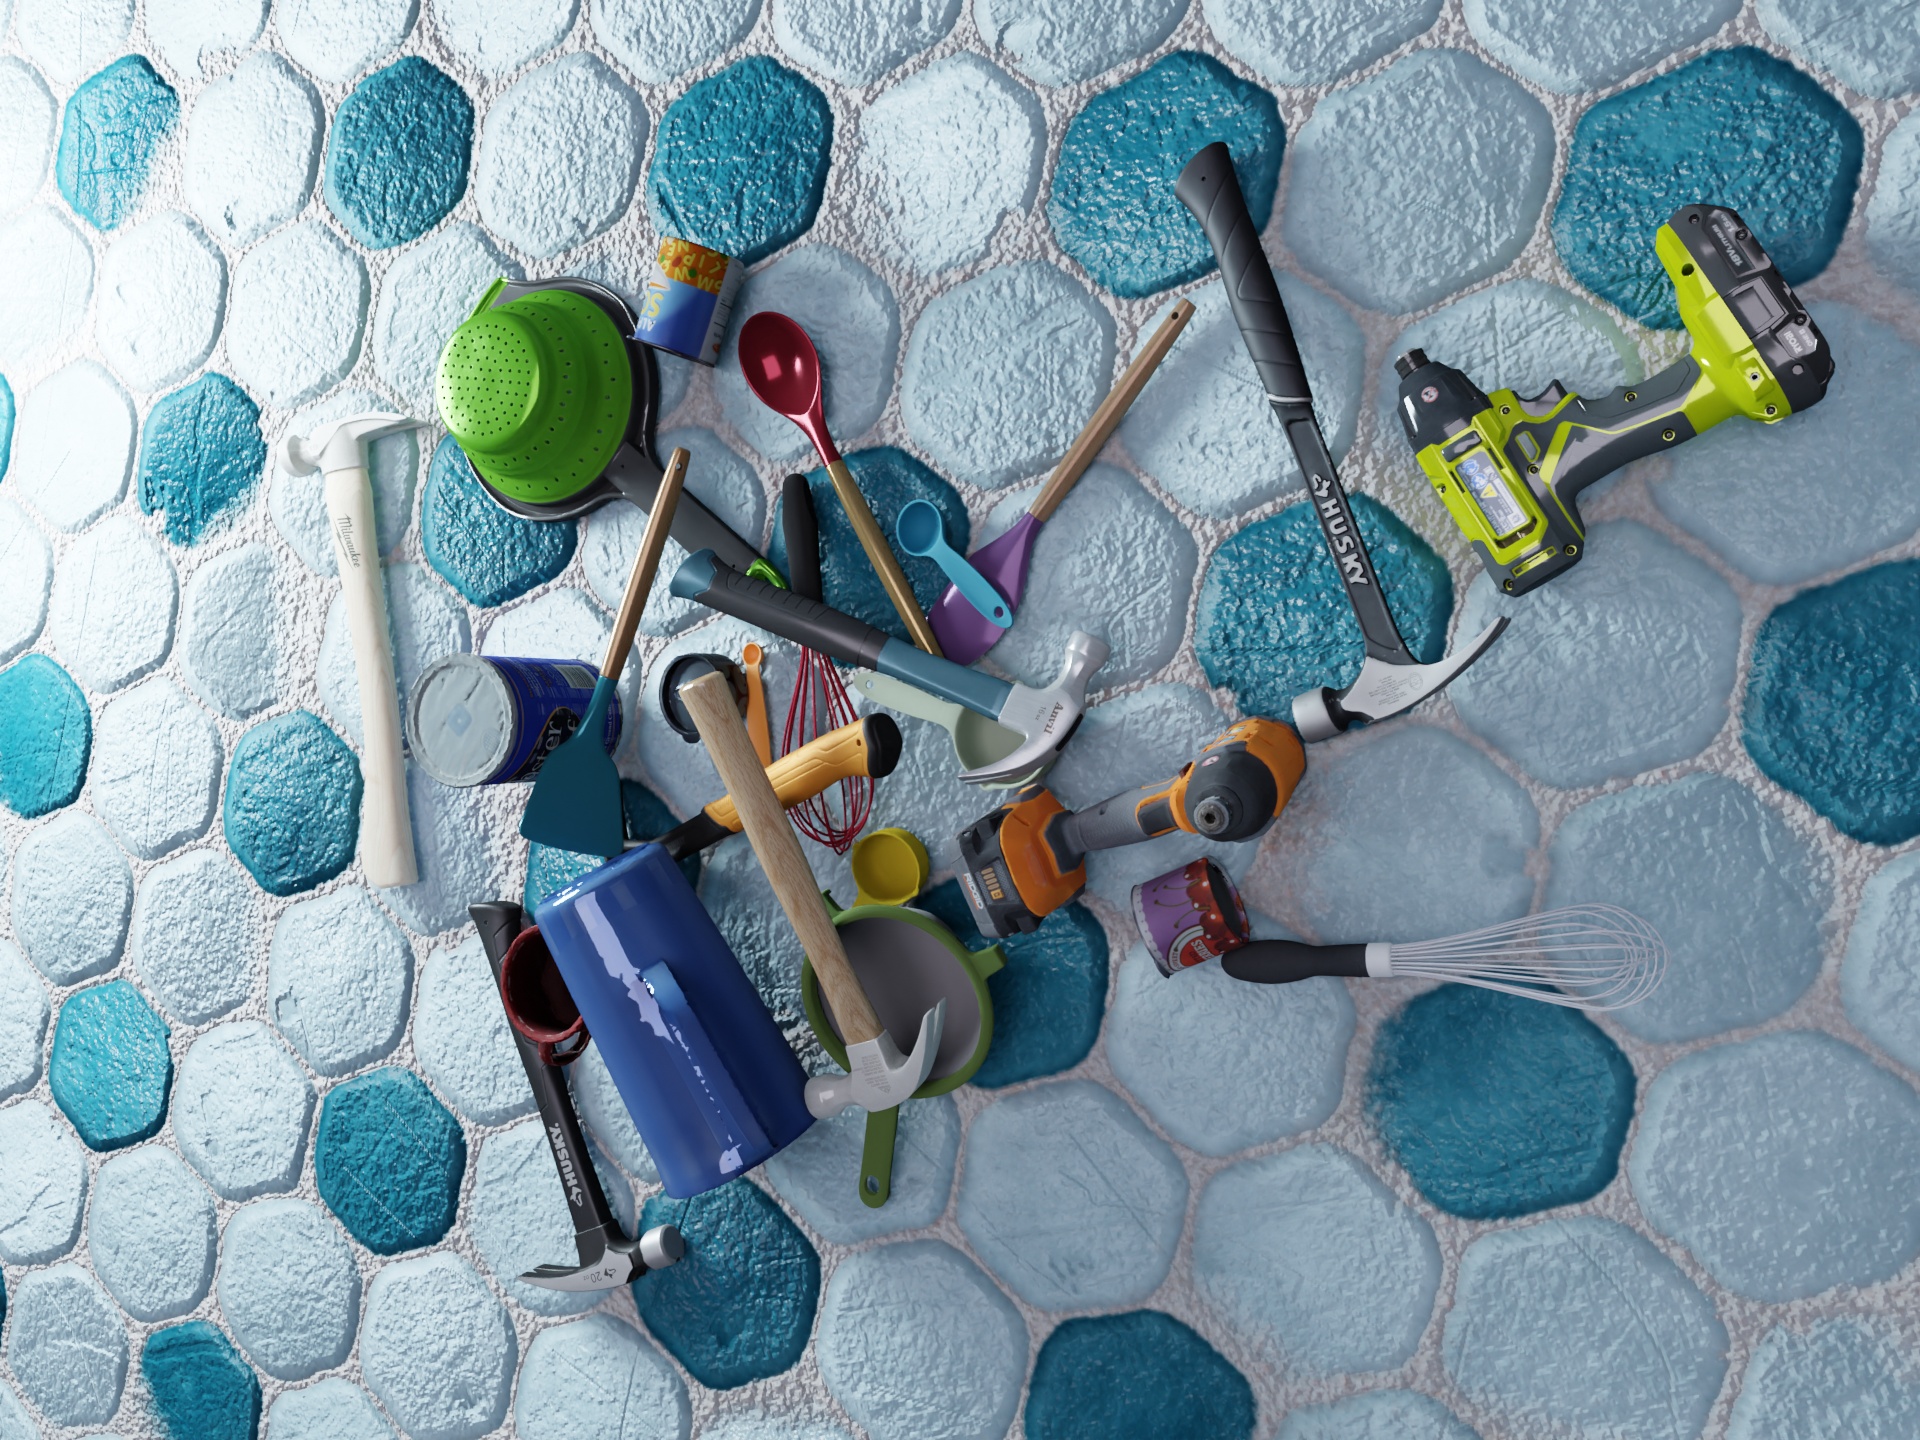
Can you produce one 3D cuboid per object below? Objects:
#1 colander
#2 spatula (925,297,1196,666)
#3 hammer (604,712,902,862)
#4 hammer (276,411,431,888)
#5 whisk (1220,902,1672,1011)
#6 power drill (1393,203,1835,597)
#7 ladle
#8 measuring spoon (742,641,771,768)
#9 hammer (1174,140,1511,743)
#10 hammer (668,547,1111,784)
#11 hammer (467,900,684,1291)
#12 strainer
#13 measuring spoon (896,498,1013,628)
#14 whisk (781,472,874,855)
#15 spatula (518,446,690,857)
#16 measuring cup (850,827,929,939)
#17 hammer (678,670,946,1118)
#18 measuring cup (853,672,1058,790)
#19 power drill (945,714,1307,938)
[{"bbox_3d":[-0.295,-0.215,1.259,0.397,0.094,0.204,41,105,18],"label":"colander"},{"bbox_3d":[0.071,-0.166,1.144,0.060,0.018,0.316,42,107,22],"label":"spatula"},{"bbox_3d":[-0.165,0.058,1.181,0.337,0.034,0.127,-26,79,41],"label":"hammer"},{"bbox_3d":[-0.505,-0.061,1.383,0.146,0.038,0.411,-9,87,22],"label":"hammer"},{"bbox_3d":[0.304,0.153,1.026,0.284,0.070,0.070,-5,88,28],"label":"whisk"},{"bbox_3d":[0.391,-0.204,0.977,0.223,0.080,0.171,-33,78,23],"label":"power drill"},{"bbox_3d":[-0.084,-0.172,1.201,0.069,0.031,0.315,-35,76,34],"label":"ladle"},{"bbox_3d":[-0.157,-0.003,1.249,0.021,0.011,0.117,-3,92,34],"label":"measuring spoon"},{"bbox_3d":[0.231,-0.199,1.061,0.149,0.036,0.409,-23,80,28],"label":"hammer"},{"bbox_3d":[-0.065,-0.054,1.145,0.331,0.033,0.128,22,84,19],"label":"hammer"},{"bbox_3d":[-0.344,0.306,1.316,0.146,0.035,0.335,-24,81,21],"label":"hammer"},{"bbox_3d":[-0.042,0.242,1.179,0.151,0.069,0.256,15,114,19],"label":"strainer"},{"bbox_3d":[0.001,-0.113,1.167,0.129,0.021,0.042,49,117,21],"label":"measuring spoon"},{"bbox_3d":[-0.110,-0.045,1.202,0.073,0.073,0.296,-11,81,23],"label":"whisk"},{"bbox_3d":[-0.256,-0.055,1.215,0.044,0.082,0.317,28,101,63],"label":"spatula"},{"bbox_3d":[-0.072,0.147,1.208,0.062,0.029,0.156,35,115,15],"label":"measuring cup"},{"bbox_3d":[-0.111,0.120,1.113,0.130,0.031,0.331,-20,97,28],"label":"hammer"},{"bbox_3d":[-0.002,-0.004,1.167,0.168,0.038,0.083,21,98,24],"label":"measuring cup"},{"bbox_3d":[0.109,0.070,1.050,0.226,0.164,0.084,-22,93,24],"label":"power drill"}]
